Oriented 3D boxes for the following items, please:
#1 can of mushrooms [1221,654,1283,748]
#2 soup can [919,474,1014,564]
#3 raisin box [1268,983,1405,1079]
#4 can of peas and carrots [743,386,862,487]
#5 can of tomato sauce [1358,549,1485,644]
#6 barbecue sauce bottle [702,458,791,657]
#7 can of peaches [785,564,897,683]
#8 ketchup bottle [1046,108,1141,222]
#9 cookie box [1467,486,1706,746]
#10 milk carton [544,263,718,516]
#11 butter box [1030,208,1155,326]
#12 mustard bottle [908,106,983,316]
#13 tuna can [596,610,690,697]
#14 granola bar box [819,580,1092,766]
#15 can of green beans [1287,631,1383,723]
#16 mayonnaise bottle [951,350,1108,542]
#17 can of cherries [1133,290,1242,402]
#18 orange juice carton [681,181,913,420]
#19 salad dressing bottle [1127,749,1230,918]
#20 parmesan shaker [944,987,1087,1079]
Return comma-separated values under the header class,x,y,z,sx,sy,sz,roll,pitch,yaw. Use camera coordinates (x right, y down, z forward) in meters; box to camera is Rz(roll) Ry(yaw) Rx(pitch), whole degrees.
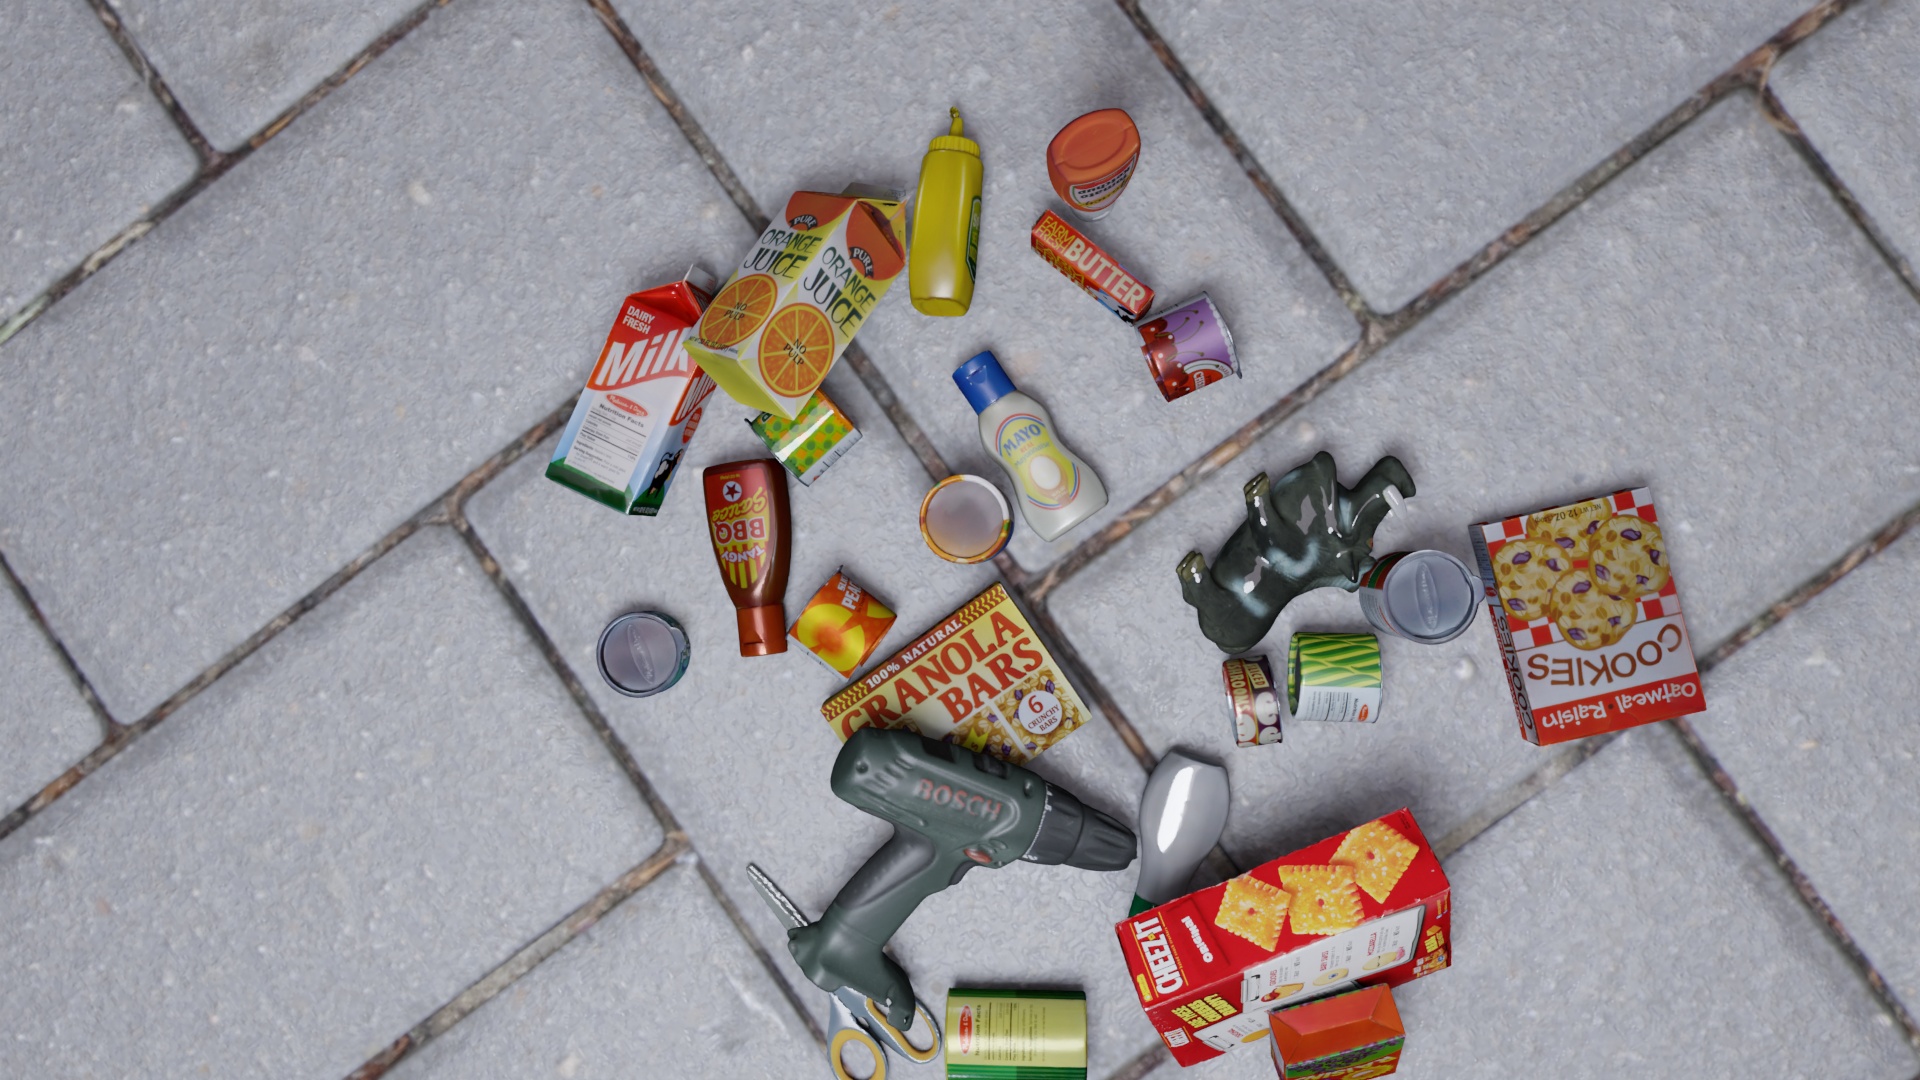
class,x,y,z,sx,sy,sz,roll,pitch,yaw
can of mushrooms,0.214,0.117,1.020,0.033,0.071,0.071,-9,88,6
soup can,0.004,-0.013,1.032,0.071,0.084,0.071,0,90,5
raisin box,0.265,0.357,0.985,0.086,0.123,0.040,-17,56,3
can of peas and carrots,-0.118,-0.085,1.051,0.059,0.071,0.071,-42,86,2
can of tomato sauce,0.332,0.039,1.007,0.071,0.083,0.071,0,89,4
barbecue sauce bottle,-0.158,0.014,1.062,0.065,0.044,0.148,-7,89,19
can of peaches,-0.088,0.063,1.045,0.058,0.071,0.071,38,92,3
ketchup bottle,0.095,-0.264,0.998,0.065,0.149,0.043,-26,88,4
cookie box,0.458,0.056,1.019,0.123,0.040,0.167,-14,88,4
milk carton,-0.234,-0.118,1.058,0.073,0.072,0.190,25,92,4
butter box,0.098,-0.204,1.045,0.103,0.053,0.024,39,90,4
mustard bottle,-0.009,-0.252,1.050,0.049,0.065,0.160,5,85,9
tuna can,-0.242,0.086,1.073,0.071,0.033,0.071,0,89,4
granola bar box,-0.003,0.127,1.049,0.165,0.039,0.124,-35,91,3
can of green beans,0.274,0.100,1.018,0.058,0.071,0.071,1,89,5
mayonnaise bottle,0.048,-0.074,1.051,0.065,0.041,0.148,-34,87,5
can of cherries,0.169,-0.141,1.031,0.058,0.071,0.071,-24,87,4
orange juice carton,-0.111,-0.191,1.026,0.072,0.073,0.193,20,70,42
salad dressing bottle,0.157,0.233,1.036,0.064,0.044,0.147,16,91,-2
parmesan shaker,0.042,0.370,1.028,0.103,0.071,0.071,0,89,4
